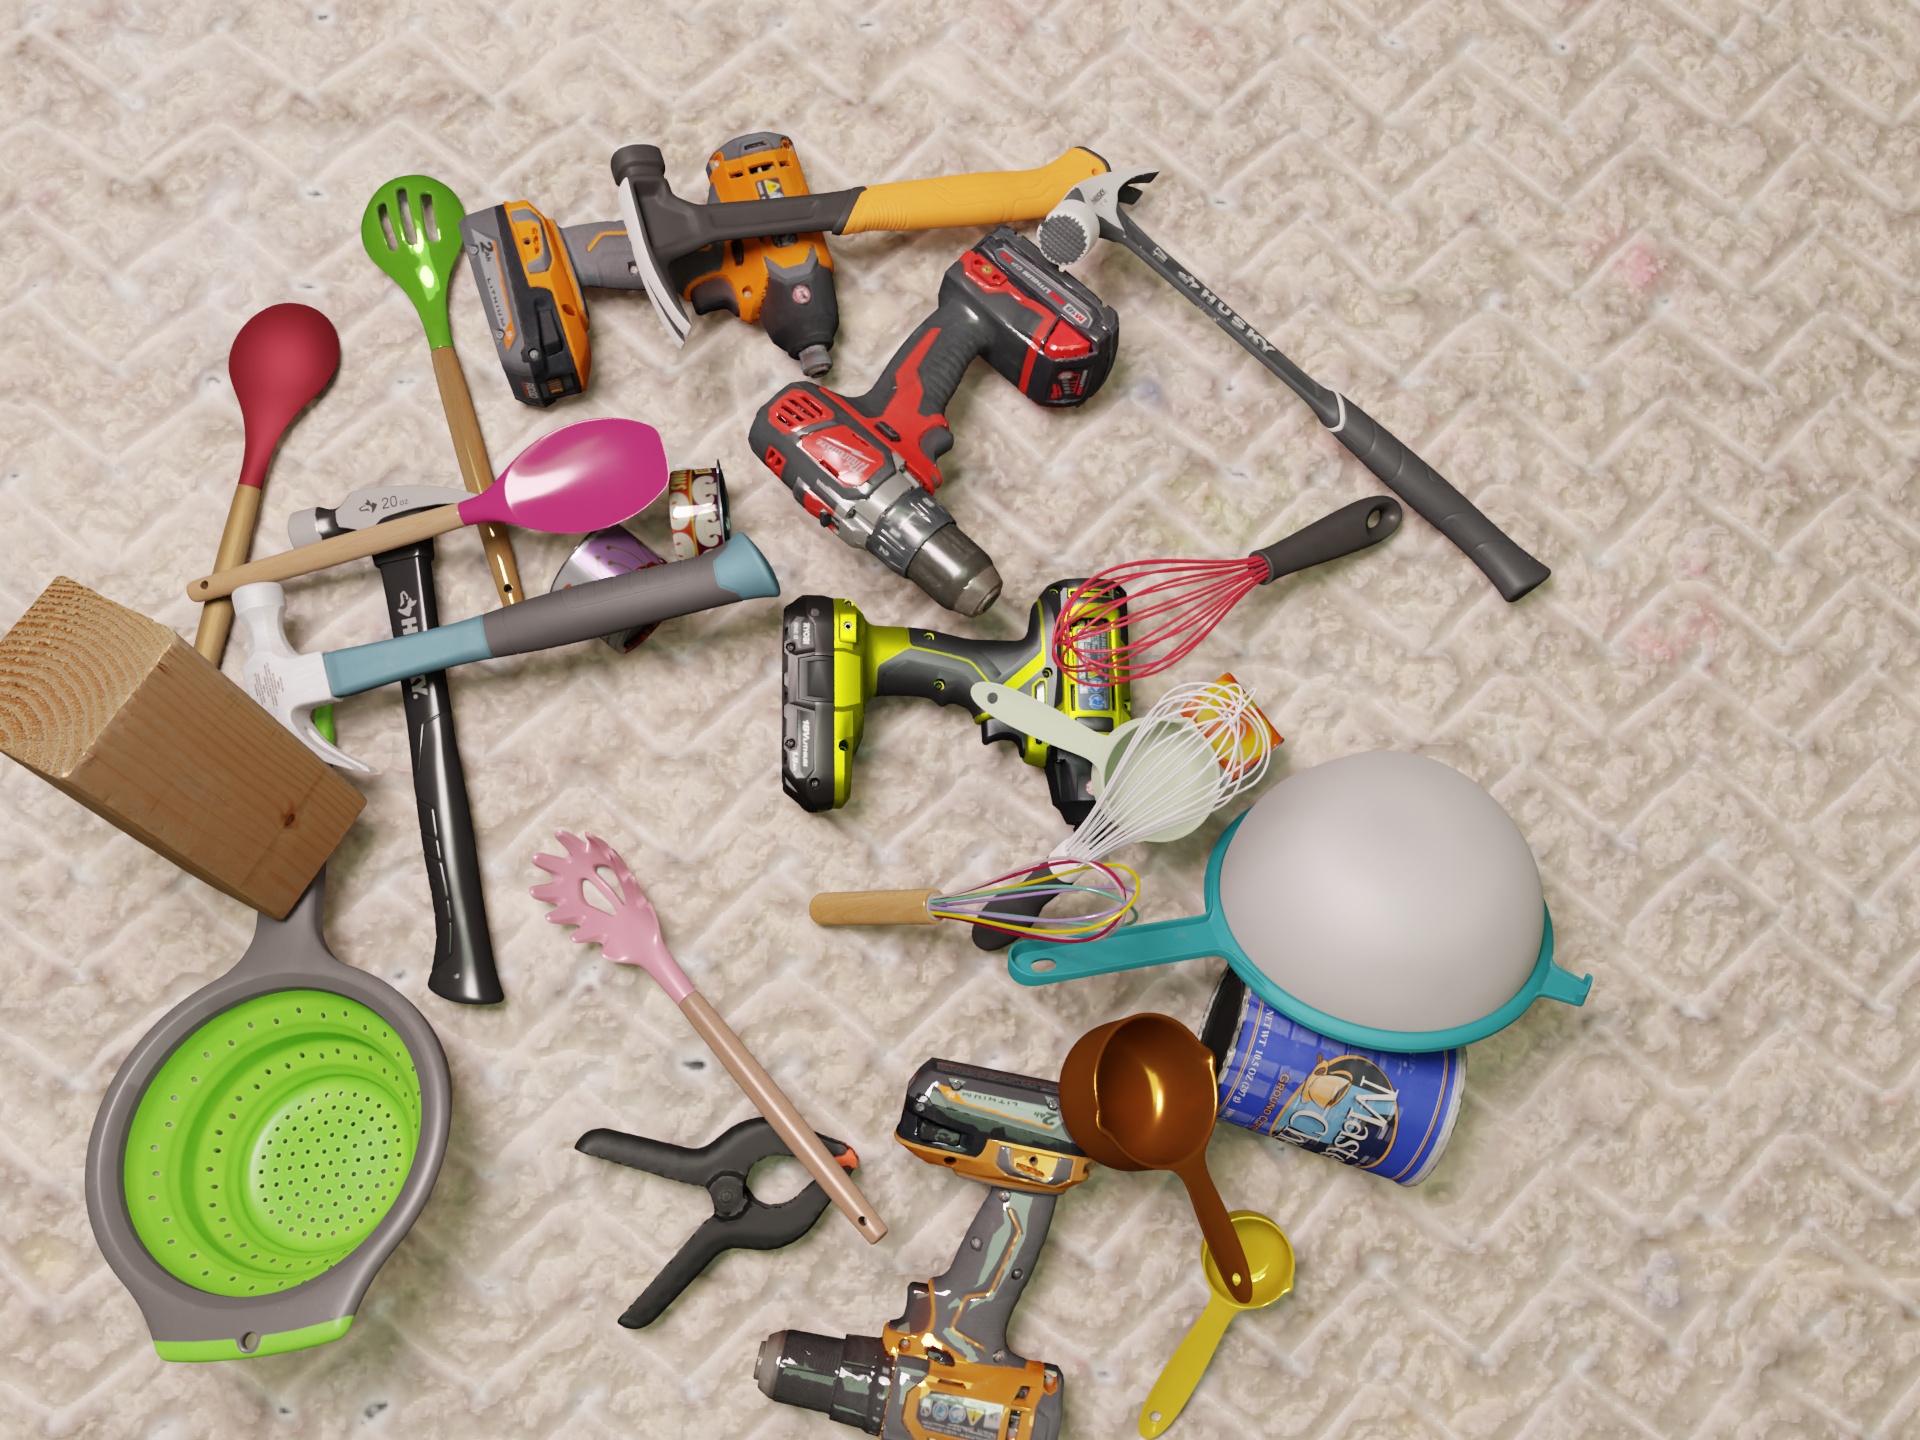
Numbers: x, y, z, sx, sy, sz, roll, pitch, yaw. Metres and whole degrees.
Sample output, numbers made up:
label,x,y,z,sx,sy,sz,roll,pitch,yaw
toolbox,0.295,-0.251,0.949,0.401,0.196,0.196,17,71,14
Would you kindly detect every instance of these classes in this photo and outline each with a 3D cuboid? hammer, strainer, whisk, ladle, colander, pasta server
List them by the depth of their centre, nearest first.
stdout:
label,x,y,z,sx,sy,sz,roll,pitch,yaw
whisk,0.081,0.067,0.926,0.070,0.284,0.070,19,47,-23
strainer,0.194,0.094,0.936,0.340,0.095,0.211,-8,44,-12
whisk,0.004,0.108,0.944,0.245,0.051,0.047,-7,65,39
pasta server,-0.151,0.189,0.960,0.060,0.040,0.316,-45,71,4
colander,-0.395,0.177,0.964,0.204,0.094,0.397,-7,64,0
hammer,-0.273,-0.056,0.967,0.331,0.033,0.128,-14,86,3
hammer,-0.327,0.013,1.003,0.146,0.035,0.335,-12,84,6
whisk,0.176,-0.092,1.011,0.296,0.073,0.073,-23,83,-28
ladle,-0.467,-0.126,1.029,0.069,0.031,0.315,11,82,-1
hammer,-0.048,-0.326,1.032,0.337,0.034,0.127,-14,81,-22
hammer,0.232,-0.218,1.052,0.409,0.036,0.149,40,41,-5

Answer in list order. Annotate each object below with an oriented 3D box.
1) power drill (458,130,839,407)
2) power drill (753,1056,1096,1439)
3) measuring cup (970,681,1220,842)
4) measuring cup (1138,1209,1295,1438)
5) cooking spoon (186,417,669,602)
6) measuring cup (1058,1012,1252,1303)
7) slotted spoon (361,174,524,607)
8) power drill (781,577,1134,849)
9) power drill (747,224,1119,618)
label,x,y,z,sx,sy,sz,roll,pitch,yaw
power drill,-0.194,-0.281,1.041,0.226,0.084,0.164,-18,82,-10
power drill,-0.016,0.324,0.961,0.185,0.084,0.226,11,85,0
measuring cup,0.078,0.016,0.968,0.167,0.038,0.083,26,88,-11
measuring cup,0.153,0.376,0.992,0.062,0.029,0.156,30,93,2
cooking spoon,-0.332,-0.121,0.987,0.319,0.017,0.069,-15,86,6
measuring cup,0.117,0.255,0.920,0.095,0.052,0.173,-22,87,-35
slotted spoon,-0.333,-0.221,1.050,0.070,0.031,0.314,-16,84,-5
power drill,-0.002,-0.003,1.012,0.223,0.080,0.171,0,80,-7
power drill,0.004,-0.186,1.010,0.188,0.080,0.227,42,71,10
